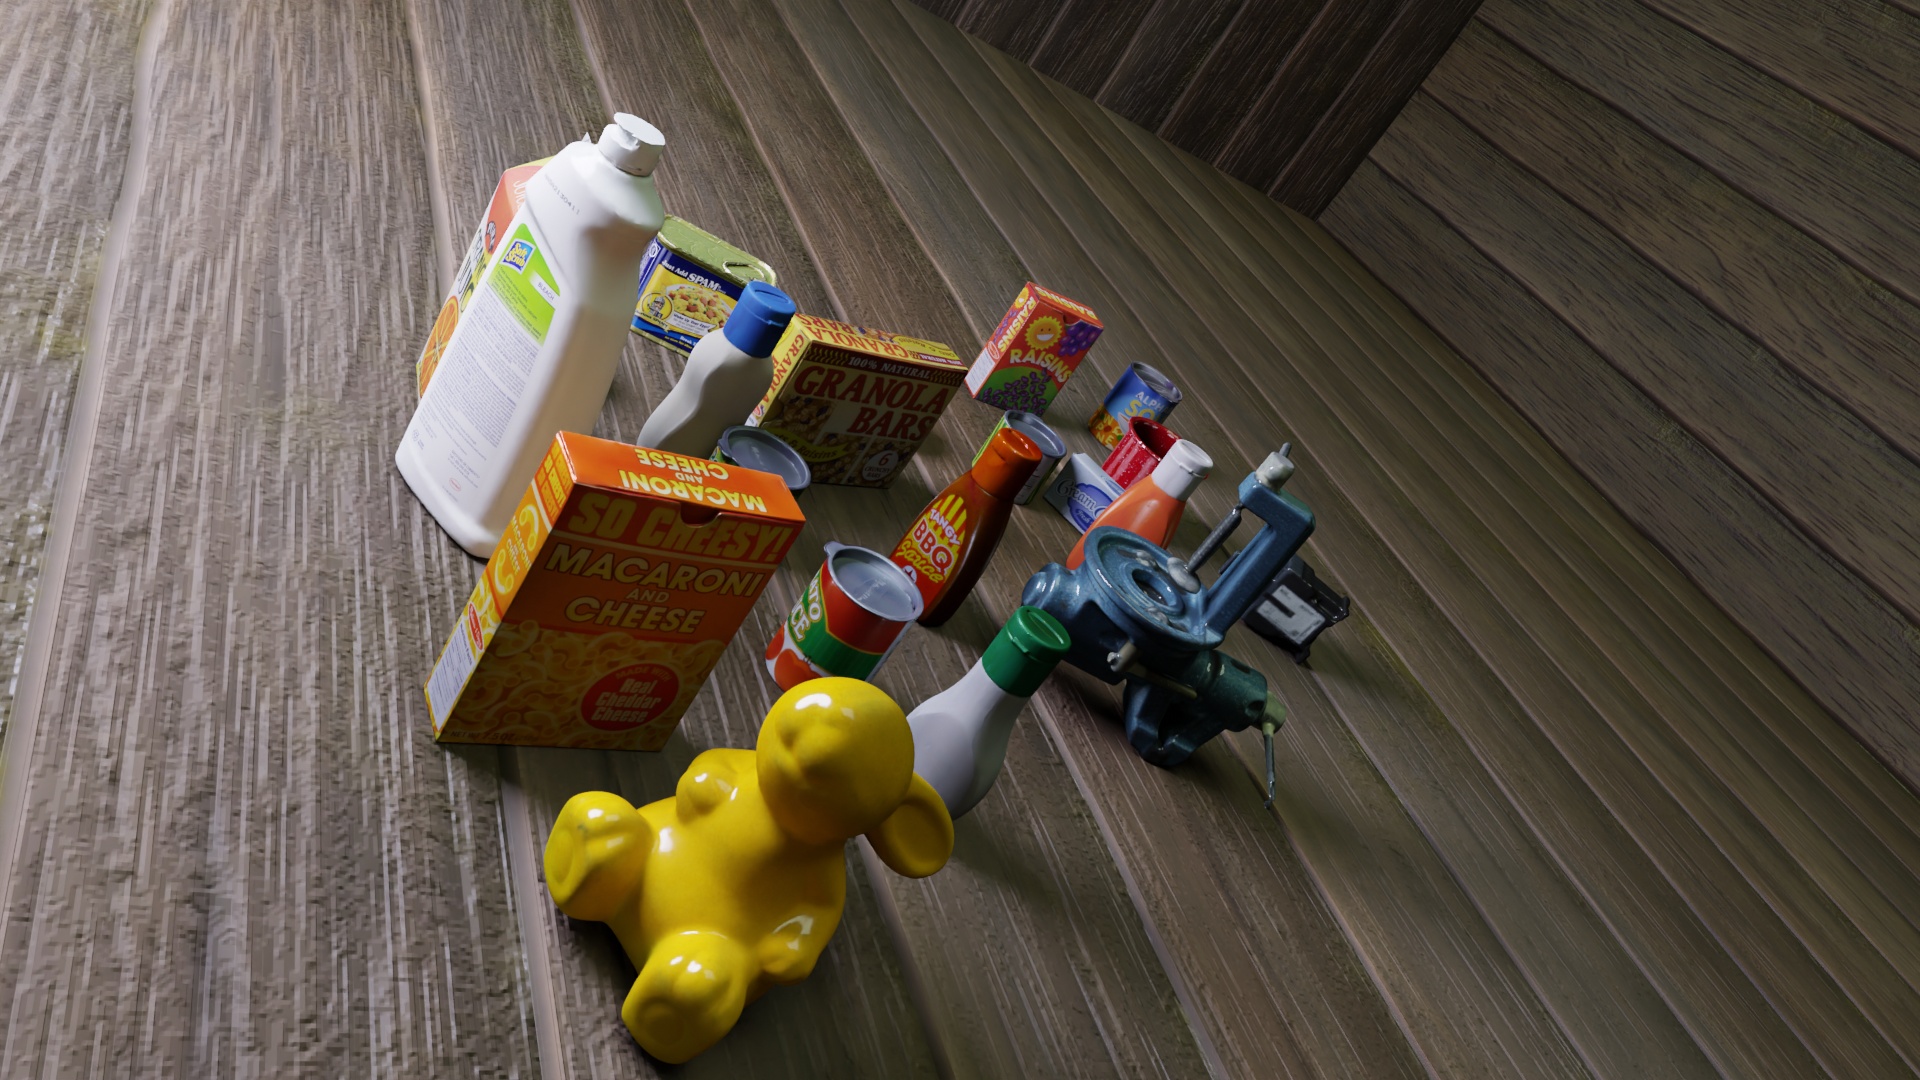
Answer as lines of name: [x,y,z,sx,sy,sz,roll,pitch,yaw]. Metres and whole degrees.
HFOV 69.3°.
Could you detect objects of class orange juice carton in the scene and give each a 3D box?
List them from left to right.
orange juice carton: [-0.261,-0.151,0.845,0.073,0.192,0.072,17,31,-34]

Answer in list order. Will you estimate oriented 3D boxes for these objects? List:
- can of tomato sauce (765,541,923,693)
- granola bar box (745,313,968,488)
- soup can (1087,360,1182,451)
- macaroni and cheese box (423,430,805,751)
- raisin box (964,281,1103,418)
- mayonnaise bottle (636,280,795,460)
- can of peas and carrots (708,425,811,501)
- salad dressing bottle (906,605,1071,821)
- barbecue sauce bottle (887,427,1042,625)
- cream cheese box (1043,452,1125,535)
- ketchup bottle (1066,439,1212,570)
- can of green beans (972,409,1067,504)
can of tomato sauce: [-0.074,0.054,0.850,0.071,0.082,0.071,28,27,-15]
granola bar box: [-0.088,-0.100,1.045,0.166,0.123,0.039,3,40,-48]
soup can: [0.186,-0.137,1.480,0.071,0.083,0.072,28,27,-15]
macaroni and cheese box: [-0.168,0.032,0.677,0.124,0.165,0.040,11,35,-41]
raisin box: [0.072,-0.186,1.382,0.086,0.123,0.040,18,31,-33]
mayonnaise bottle: [-0.161,-0.106,0.940,0.065,0.147,0.041,9,36,-43]
can of peas and carrots: [-0.146,-0.036,0.941,0.071,0.058,0.071,28,27,-15]
salad dressing bottle: [0.008,0.102,0.793,0.064,0.147,0.044,44,27,18]
barbecue sauce bottle: [0.003,-0.012,0.978,0.044,0.148,0.065,2,41,-49]
cream cheese box: [0.128,-0.027,1.260,0.104,0.053,0.024,46,27,20]
ketchup bottle: [0.153,-0.017,1.165,0.065,0.148,0.044,36,25,1]
can of green beans: [0.052,-0.074,1.244,0.071,0.057,0.071,28,27,-15]
